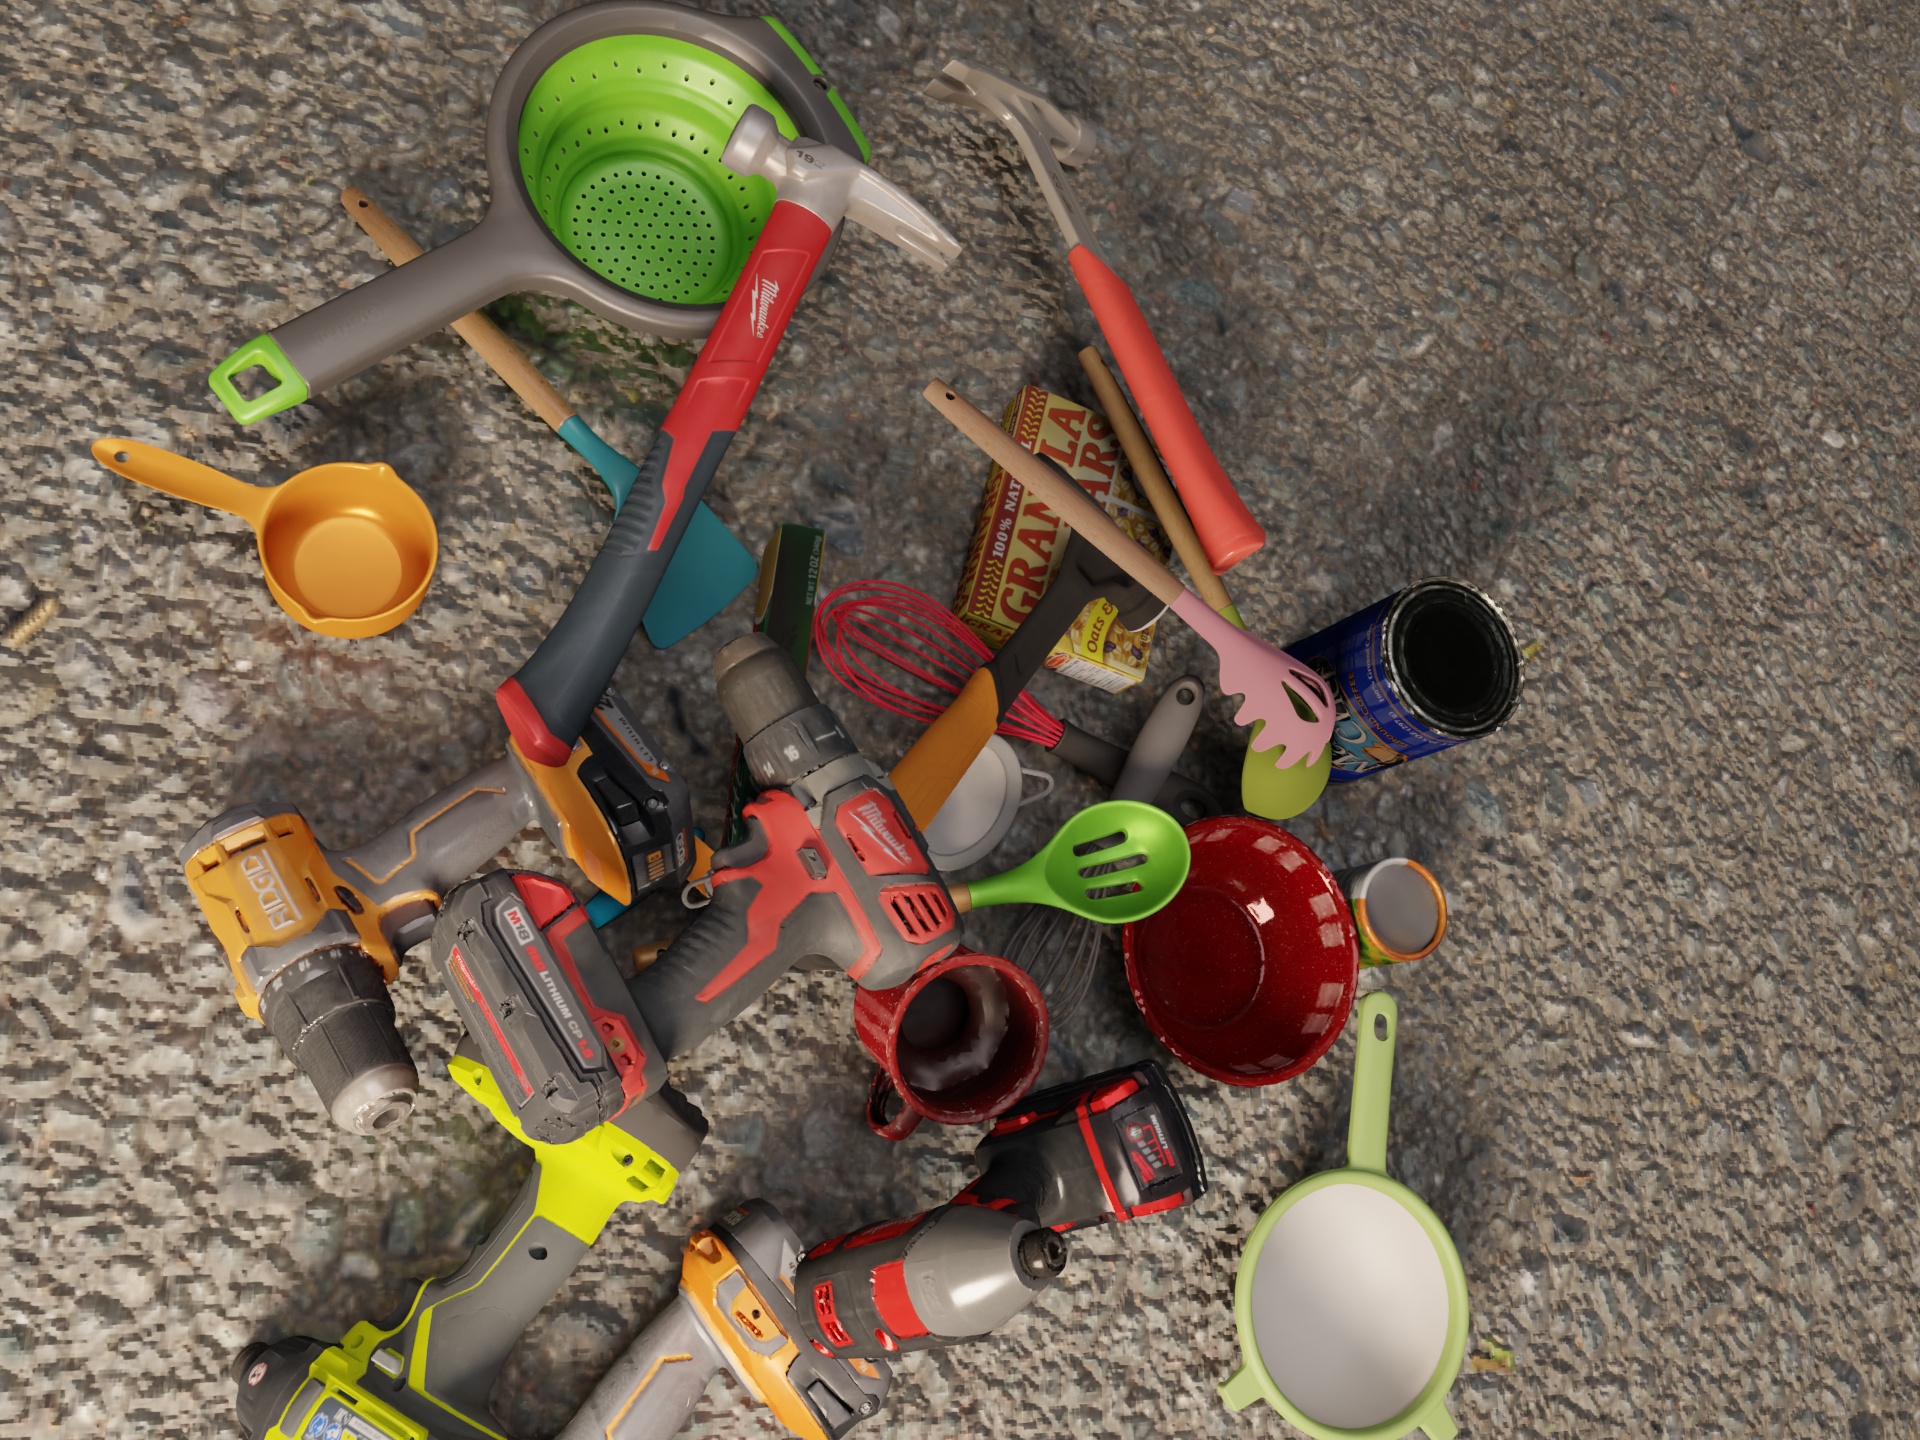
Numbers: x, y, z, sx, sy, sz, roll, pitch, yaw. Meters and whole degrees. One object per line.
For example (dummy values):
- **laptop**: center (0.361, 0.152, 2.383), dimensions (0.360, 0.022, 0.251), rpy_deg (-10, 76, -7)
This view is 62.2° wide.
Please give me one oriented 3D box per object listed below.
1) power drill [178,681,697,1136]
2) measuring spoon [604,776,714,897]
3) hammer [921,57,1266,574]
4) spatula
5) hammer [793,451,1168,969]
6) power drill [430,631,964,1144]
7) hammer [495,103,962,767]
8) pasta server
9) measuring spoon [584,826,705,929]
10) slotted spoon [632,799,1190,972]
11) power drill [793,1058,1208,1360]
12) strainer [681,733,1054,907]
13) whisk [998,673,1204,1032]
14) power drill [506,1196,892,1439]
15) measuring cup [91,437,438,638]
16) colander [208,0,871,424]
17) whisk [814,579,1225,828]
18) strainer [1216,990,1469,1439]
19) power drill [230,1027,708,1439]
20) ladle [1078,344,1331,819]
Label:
- **power drill**: center (-0.243, 0.085, 0.785), dimensions (0.226, 0.084, 0.186), rpy_deg (-26, 56, -24)
- **measuring spoon**: center (-0.155, 0.068, 0.866), dimensions (0.117, 0.011, 0.021), rpy_deg (38, 67, 24)
- **hammer**: center (0.094, -0.254, 0.995), dimensions (0.149, 0.036, 0.359), rpy_deg (-2, 63, -49)
- **spatula**: center (-0.247, -0.184, 0.918), dimensions (0.317, 0.044, 0.082), rpy_deg (47, 66, 1)
- **hammer**: center (-0.001, -0.003, 0.882), dimensions (0.127, 0.034, 0.337), rpy_deg (47, 58, -17)
- **power drill**: center (-0.126, 0.070, 0.739), dimensions (0.226, 0.080, 0.188), rpy_deg (-25, 80, -32)
- **hammer**: center (-0.126, -0.144, 0.843), dimensions (0.143, 0.038, 0.386), rpy_deg (28, 68, -16)
- **pasta server**: center (0.101, -0.086, 0.918), dimensions (0.316, 0.040, 0.060), rpy_deg (40, 62, -6)
- **measuring spoon**: center (-0.189, 0.098, 0.866), dimensions (0.128, 0.021, 0.042), rpy_deg (-39, 92, -24)
- **slotted spoon**: center (-0.021, 0.099, 0.868), dimensions (0.313, 0.031, 0.070), rpy_deg (-9, 75, -18)
- **power drill**: center (0.031, 0.249, 0.806), dimensions (0.219, 0.143, 0.078), rpy_deg (-13, 79, -56)
- **strainer**: center (-0.051, 0.059, 0.889), dimensions (0.258, 0.050, 0.086), rpy_deg (-17, 118, -43)
- **whisk**: center (0.088, 0.077, 0.942), dimensions (0.055, 0.055, 0.239), rpy_deg (31, 79, -11)
- **power drill**: center (-0.148, 0.366, 0.783), dimensions (0.226, 0.084, 0.164), rpy_deg (-35, 91, -21)
- **measuring cup**: center (-0.363, -0.102, 0.836), dimensions (0.173, 0.052, 0.095), rpy_deg (21, 70, -13)
- **colander**: center (-0.235, -0.261, 0.900), dimensions (0.397, 0.094, 0.204), rpy_deg (-38, 93, -25)
- **whisk**: center (0.042, 0.000, 0.964), dimensions (0.295, 0.073, 0.073), rpy_deg (28, 68, -19)
- **strainer**: center (0.226, 0.291, 0.951), dimensions (0.151, 0.069, 0.256), rpy_deg (16, 71, -14)
- **power drill**: center (-0.234, 0.254, 0.747), dimensions (0.223, 0.171, 0.080), rpy_deg (-60, 142, -25)
- **ladle**: center (0.142, -0.087, 0.995), dimensions (0.078, 0.062, 0.320), rpy_deg (-18, 79, -54)
